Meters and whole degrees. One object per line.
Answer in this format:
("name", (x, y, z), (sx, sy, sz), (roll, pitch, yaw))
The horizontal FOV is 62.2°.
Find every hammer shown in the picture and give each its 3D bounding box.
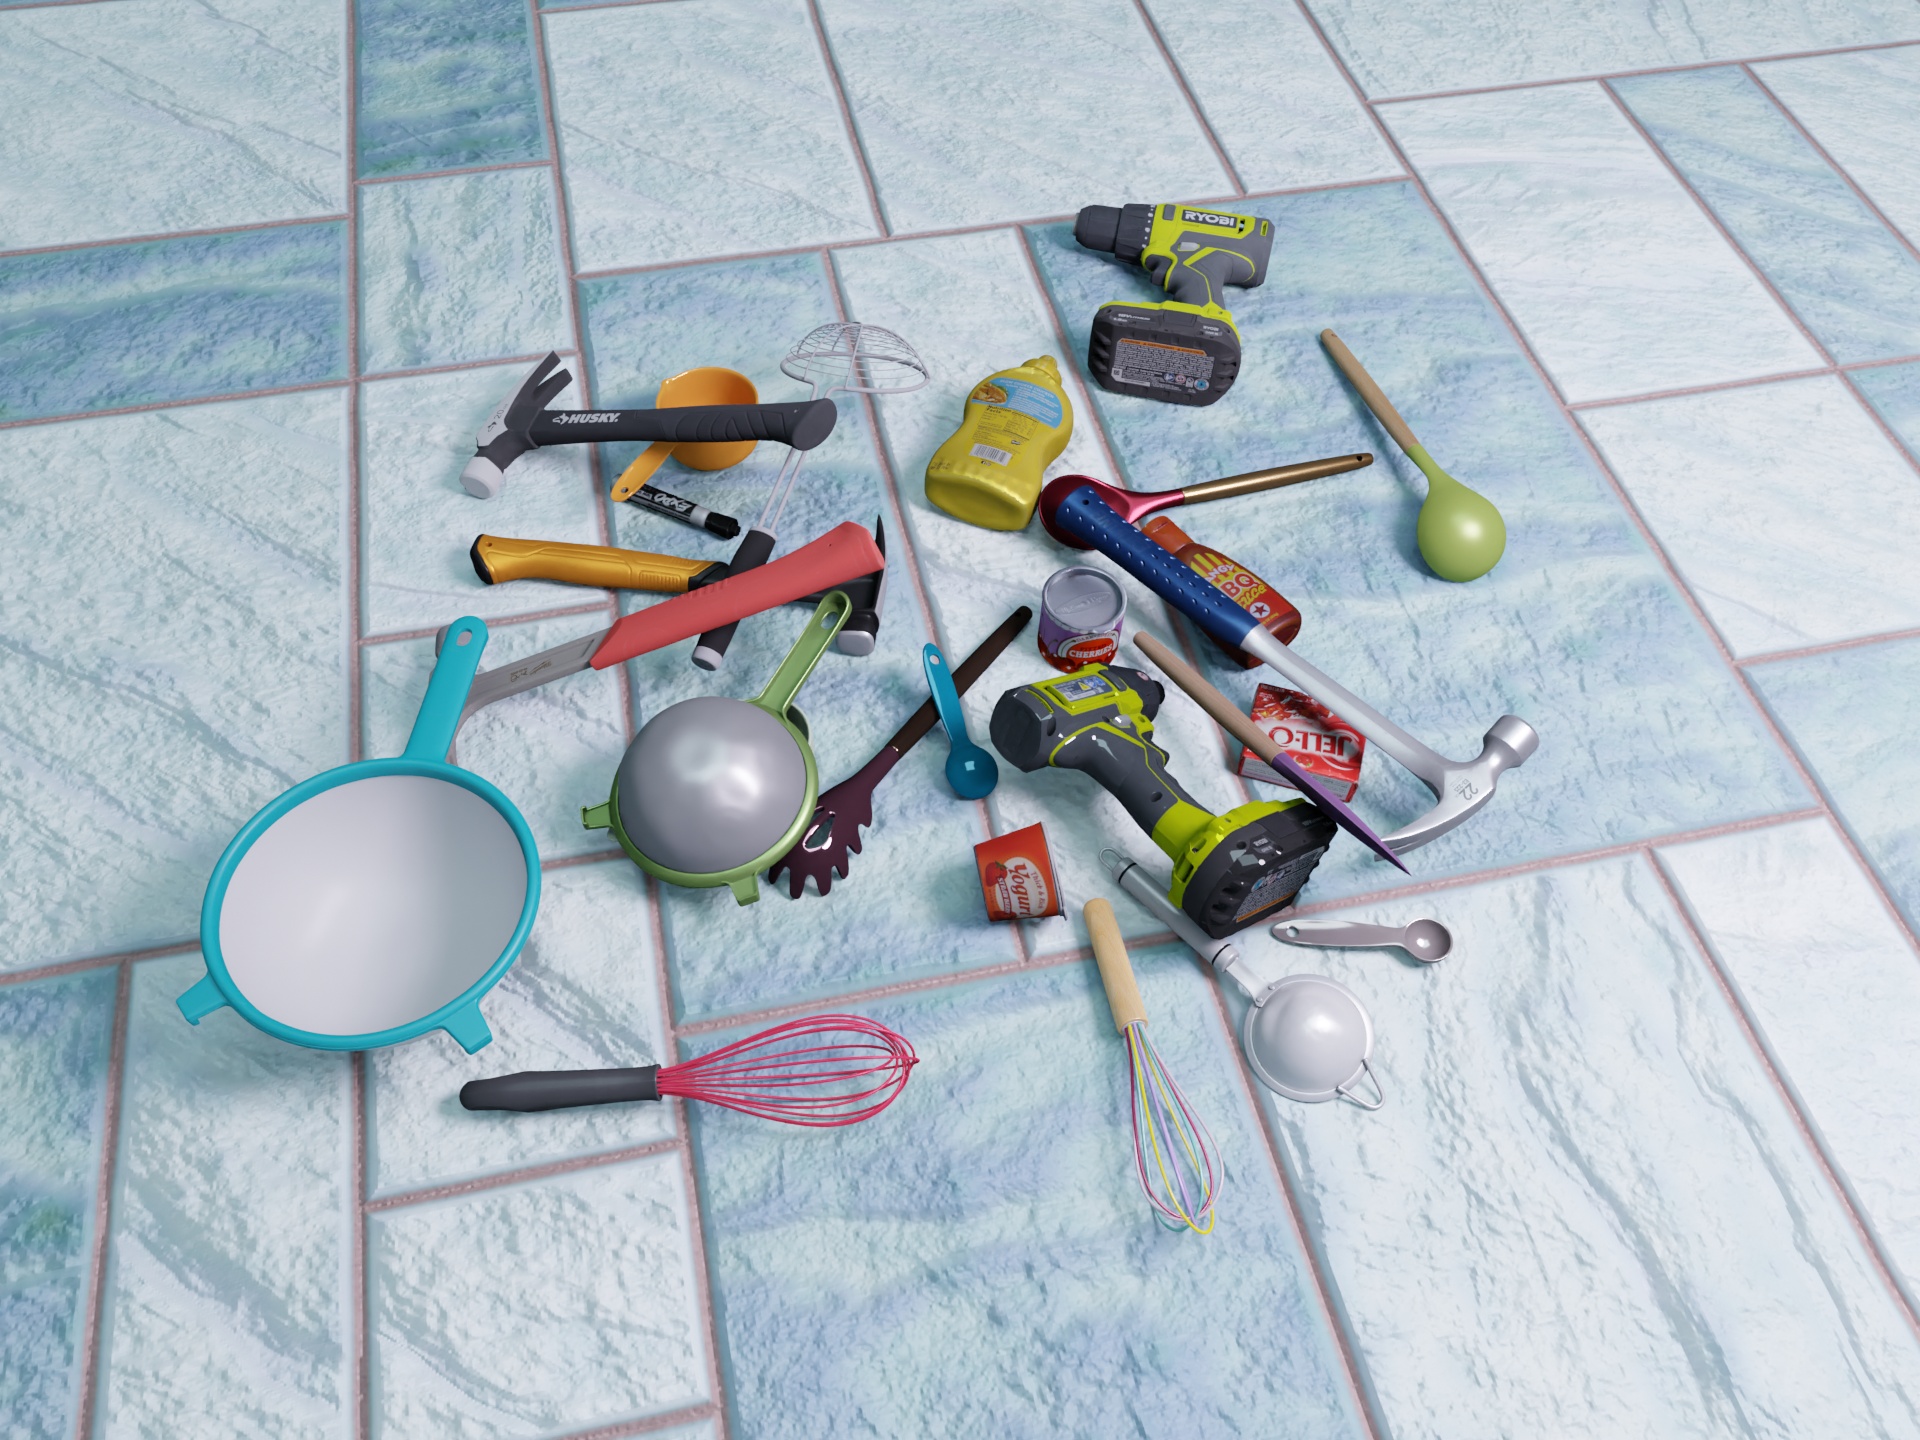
("hammer", (-0.251, -0.247, 1.306), (0.335, 0.035, 0.146), (4, 57, 26))
("hammer", (-0.227, -0.125, 1.289), (0.337, 0.034, 0.127), (6, 54, 2))
("hammer", (-0.228, -0.061, 1.178), (0.359, 0.036, 0.149), (-19, 53, 6))
("hammer", (0.224, -0.054, 1.204), (0.144, 0.035, 0.406), (-43, 62, -13))

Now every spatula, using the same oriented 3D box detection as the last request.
("spatula", (0.215, 0.016, 1.143), (0.018, 0.059, 0.316), (-47, 44, 5))

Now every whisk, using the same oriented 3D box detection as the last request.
("whisk", (-0.173, 0.230, 1.017), (0.296, 0.073, 0.073), (-4, 54, 1))
("whisk", (0.121, 0.223, 1.046), (0.047, 0.051, 0.245), (6, 46, -24))

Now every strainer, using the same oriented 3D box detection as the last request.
("strainer", (-0.152, -0.005, 1.130), (0.151, 0.069, 0.256), (23, 66, 19))
("strainer", (0.186, 0.168, 1.086), (0.087, 0.050, 0.259), (-43, 61, -12))
("strainer", (-0.373, 0.084, 1.091), (0.211, 0.095, 0.341), (6, 54, 0))

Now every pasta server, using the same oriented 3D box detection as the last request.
("pasta server", (-0.036, 0.013, 1.201), (0.060, 0.040, 0.316), (30, 54, 19))

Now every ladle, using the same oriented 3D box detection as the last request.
("ladle", (0.384, -0.243, 1.401), (0.078, 0.062, 0.321), (-5, 46, -17))
("ladle", (0.212, -0.198, 1.362), (0.315, 0.031, 0.069), (-12, 79, -14))

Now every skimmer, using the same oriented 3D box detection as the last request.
("skimmer", (-0.131, -0.185, 1.295), (0.127, 0.090, 0.363), (14, 66, 15))

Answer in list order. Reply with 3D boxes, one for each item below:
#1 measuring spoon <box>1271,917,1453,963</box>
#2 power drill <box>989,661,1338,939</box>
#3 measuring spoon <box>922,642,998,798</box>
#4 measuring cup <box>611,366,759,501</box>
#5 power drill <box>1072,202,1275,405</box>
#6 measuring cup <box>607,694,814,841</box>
("measuring spoon", (0.281, 0.154, 1.117), (0.124, 0.018, 0.034), (3, 53, 8))
("power drill", (0.150, 0.043, 1.136), (0.171, 0.080, 0.223), (-14, 49, -46))
("measuring spoon", (-0.002, -0.004, 1.190), (0.042, 0.021, 0.129), (-9, 71, -30))
("measuring cup", (-0.238, -0.228, 1.355), (0.095, 0.052, 0.174), (26, 60, 17))
("power drill", (0.187, -0.403, 1.485), (0.190, 0.080, 0.229), (11, 51, 6))
("measuring cup", (-0.182, 0.047, 1.167), (0.167, 0.038, 0.083), (-33, 61, -13))
